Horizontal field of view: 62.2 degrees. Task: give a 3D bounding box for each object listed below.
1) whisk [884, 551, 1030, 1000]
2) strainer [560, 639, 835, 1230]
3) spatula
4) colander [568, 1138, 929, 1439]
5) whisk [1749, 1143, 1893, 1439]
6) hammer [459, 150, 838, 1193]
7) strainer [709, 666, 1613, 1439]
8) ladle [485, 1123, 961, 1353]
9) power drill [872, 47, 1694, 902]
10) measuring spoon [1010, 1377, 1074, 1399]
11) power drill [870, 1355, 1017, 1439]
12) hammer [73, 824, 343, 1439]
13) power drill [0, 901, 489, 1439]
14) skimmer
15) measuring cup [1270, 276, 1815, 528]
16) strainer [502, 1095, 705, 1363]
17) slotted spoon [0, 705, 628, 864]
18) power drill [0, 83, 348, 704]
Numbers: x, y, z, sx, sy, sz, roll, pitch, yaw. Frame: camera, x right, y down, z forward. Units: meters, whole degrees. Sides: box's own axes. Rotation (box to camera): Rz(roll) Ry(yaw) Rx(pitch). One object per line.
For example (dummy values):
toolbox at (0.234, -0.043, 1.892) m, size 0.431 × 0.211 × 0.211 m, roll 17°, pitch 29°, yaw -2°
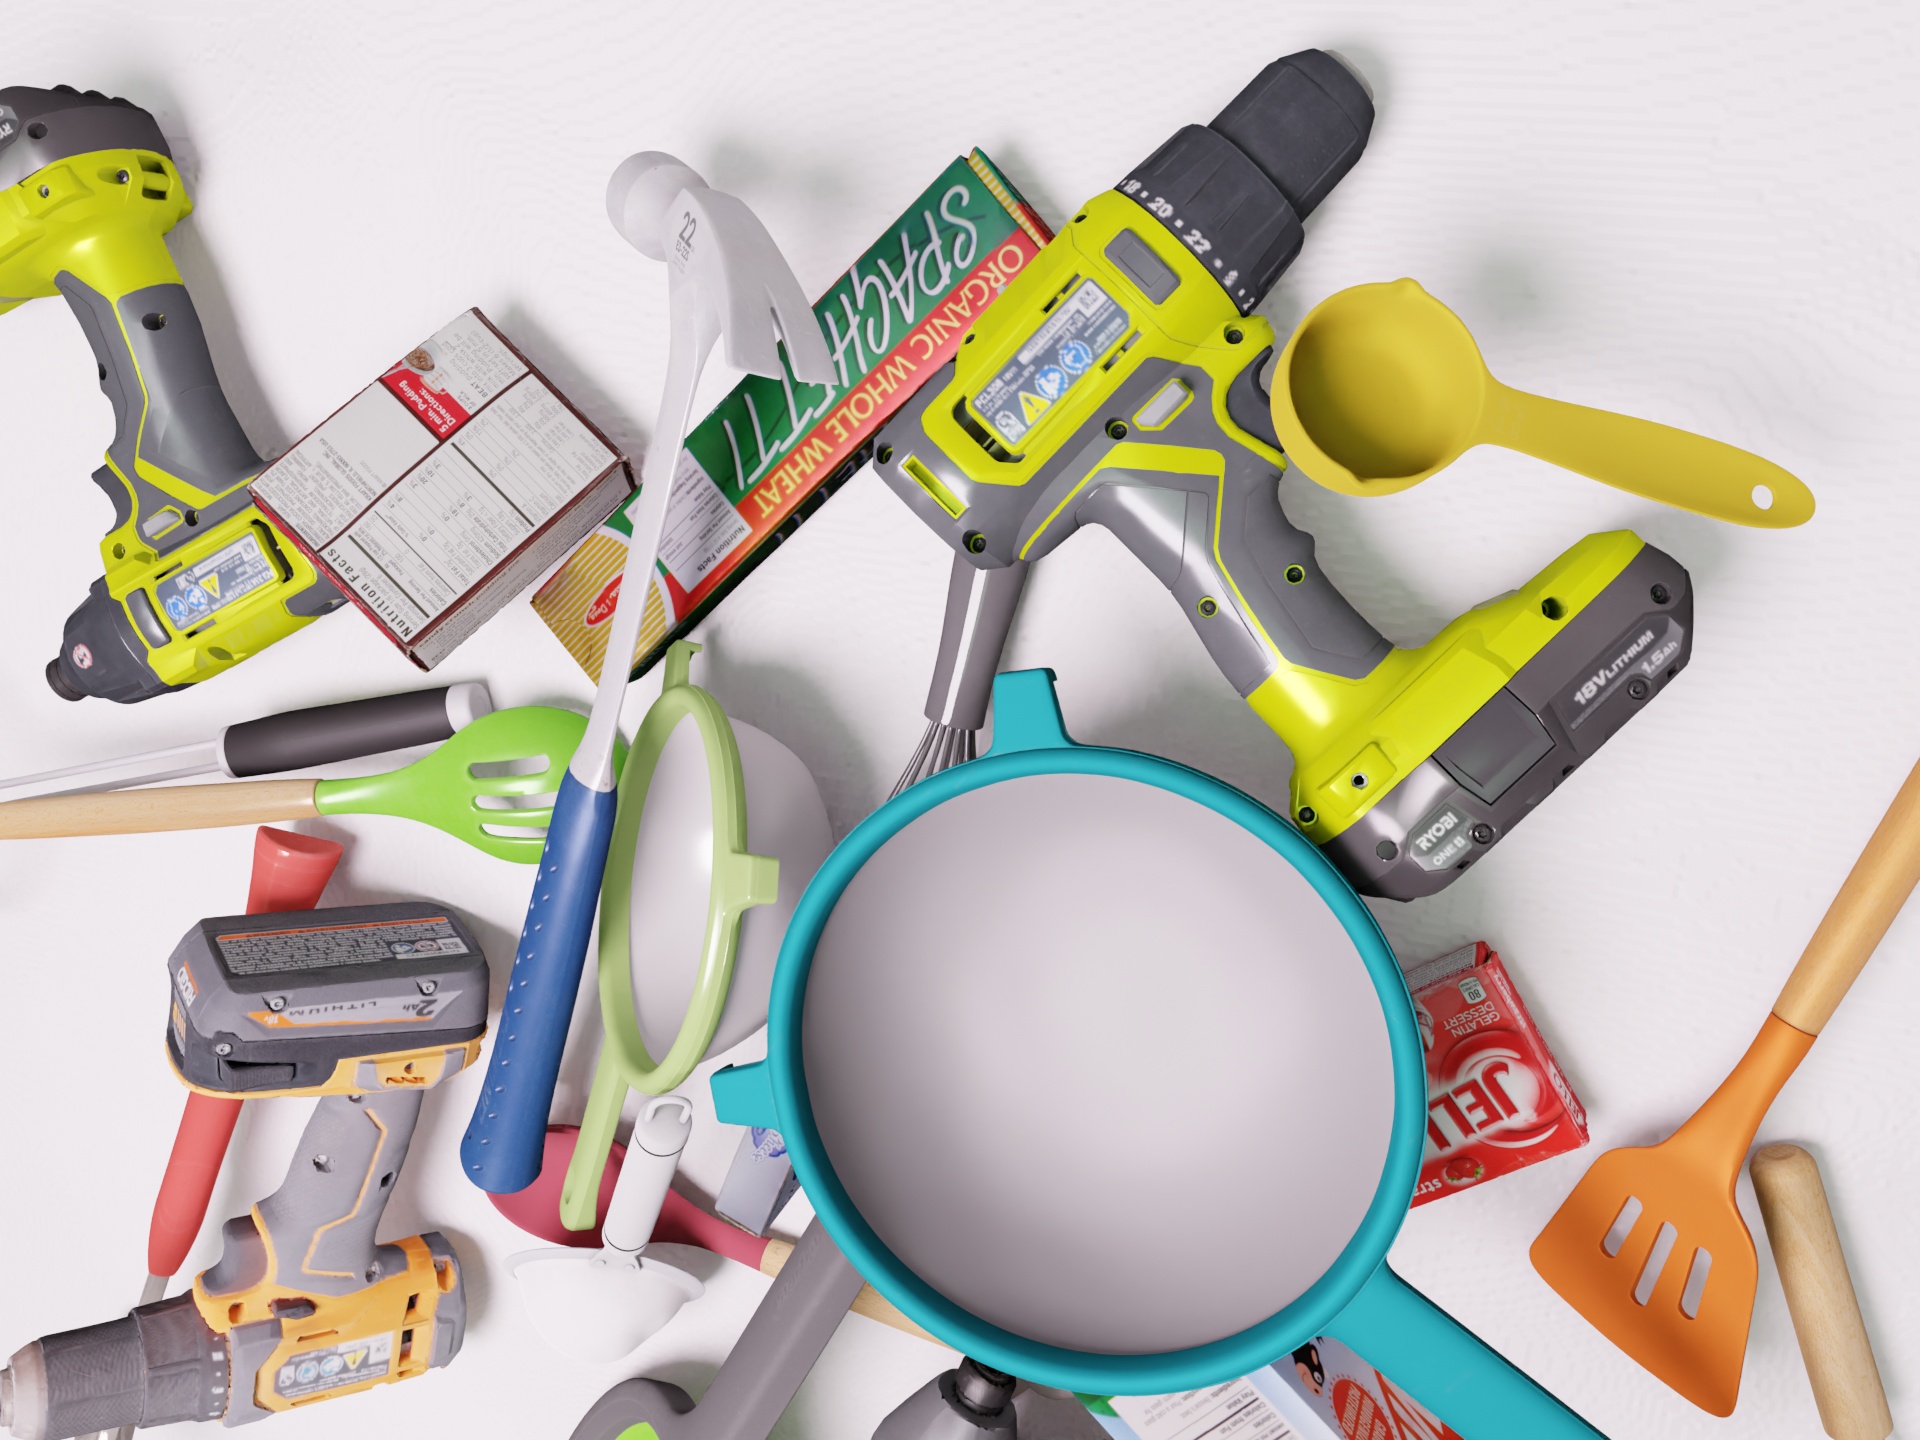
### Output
whisk at (0.000, -0.002, 0.586) m, size 0.055 × 0.055 × 0.239 m, roll 17°, pitch 104°, yaw 15°
strainer at (-0.102, 0.108, 0.624) m, size 0.069 × 0.152 × 0.256 m, roll 6°, pitch 121°, yaw -26°
spatula at (0.280, 0.075, 0.505) m, size 0.081 × 0.041 × 0.322 m, roll 37°, pitch 109°, yaw 42°
colander at (-0.083, 0.330, 0.655) m, size 0.094 × 0.205 × 0.397 m, roll 22°, pitch 109°, yaw -24°
whisk at (0.308, 0.262, 0.540) m, size 0.047 × 0.051 × 0.245 m, roll -16°, pitch 95°, yaw 29°
hammer at (-0.131, 0.013, 0.580) m, size 0.144 × 0.035 × 0.405 m, roll 49°, pitch 128°, yaw 48°
strainer at (0.099, 0.145, 0.528) m, size 0.340 × 0.095 × 0.211 m, roll 37°, pitch 106°, yaw 7°
ladle at (-0.059, 0.236, 0.676) m, size 0.315 × 0.031 × 0.069 m, roll 16°, pitch 119°, yaw 14°
power drill at (0.111, -0.076, 0.500) m, size 0.190 × 0.080 × 0.228 m, roll -45°, pitch 85°, yaw 8°
measuring spoon at (0.011, 0.278, 0.648) m, size 0.034 × 0.018 × 0.124 m, roll 38°, pitch 130°, yaw -8°
power drill at (0.051, 0.327, 0.550) m, size 0.220 × 0.078 × 0.143 m, roll 27°, pitch 100°, yaw 18°
hammer at (-0.357, 0.213, 0.737) m, size 0.036 × 0.149 × 0.359 m, roll 17°, pitch 107°, yaw -23°
power drill at (-0.298, 0.198, 0.674) m, size 0.084 × 0.185 × 0.226 m, roll 31°, pitch 115°, yaw 49°
skimmer at (-0.371, 0.020, 0.734) m, size 0.363 × 0.090 × 0.127 m, roll -10°, pitch 94°, yaw 12°
measuring cup at (0.162, -0.078, 0.449) m, size 0.156 × 0.029 × 0.062 m, roll 15°, pitch 82°, yaw -5°
strainer at (-0.134, 0.205, 0.625) m, size 0.087 × 0.050 × 0.258 m, roll 12°, pitch 139°, yaw -11°
slotted spoon at (-0.292, 0.036, 0.669) m, size 0.314 × 0.031 × 0.070 m, roll -4°, pitch 110°, yaw 8°
power drill at (-0.351, -0.124, 0.657) m, size 0.171 × 0.080 × 0.223 m, roll -25°, pitch 96°, yaw 15°
